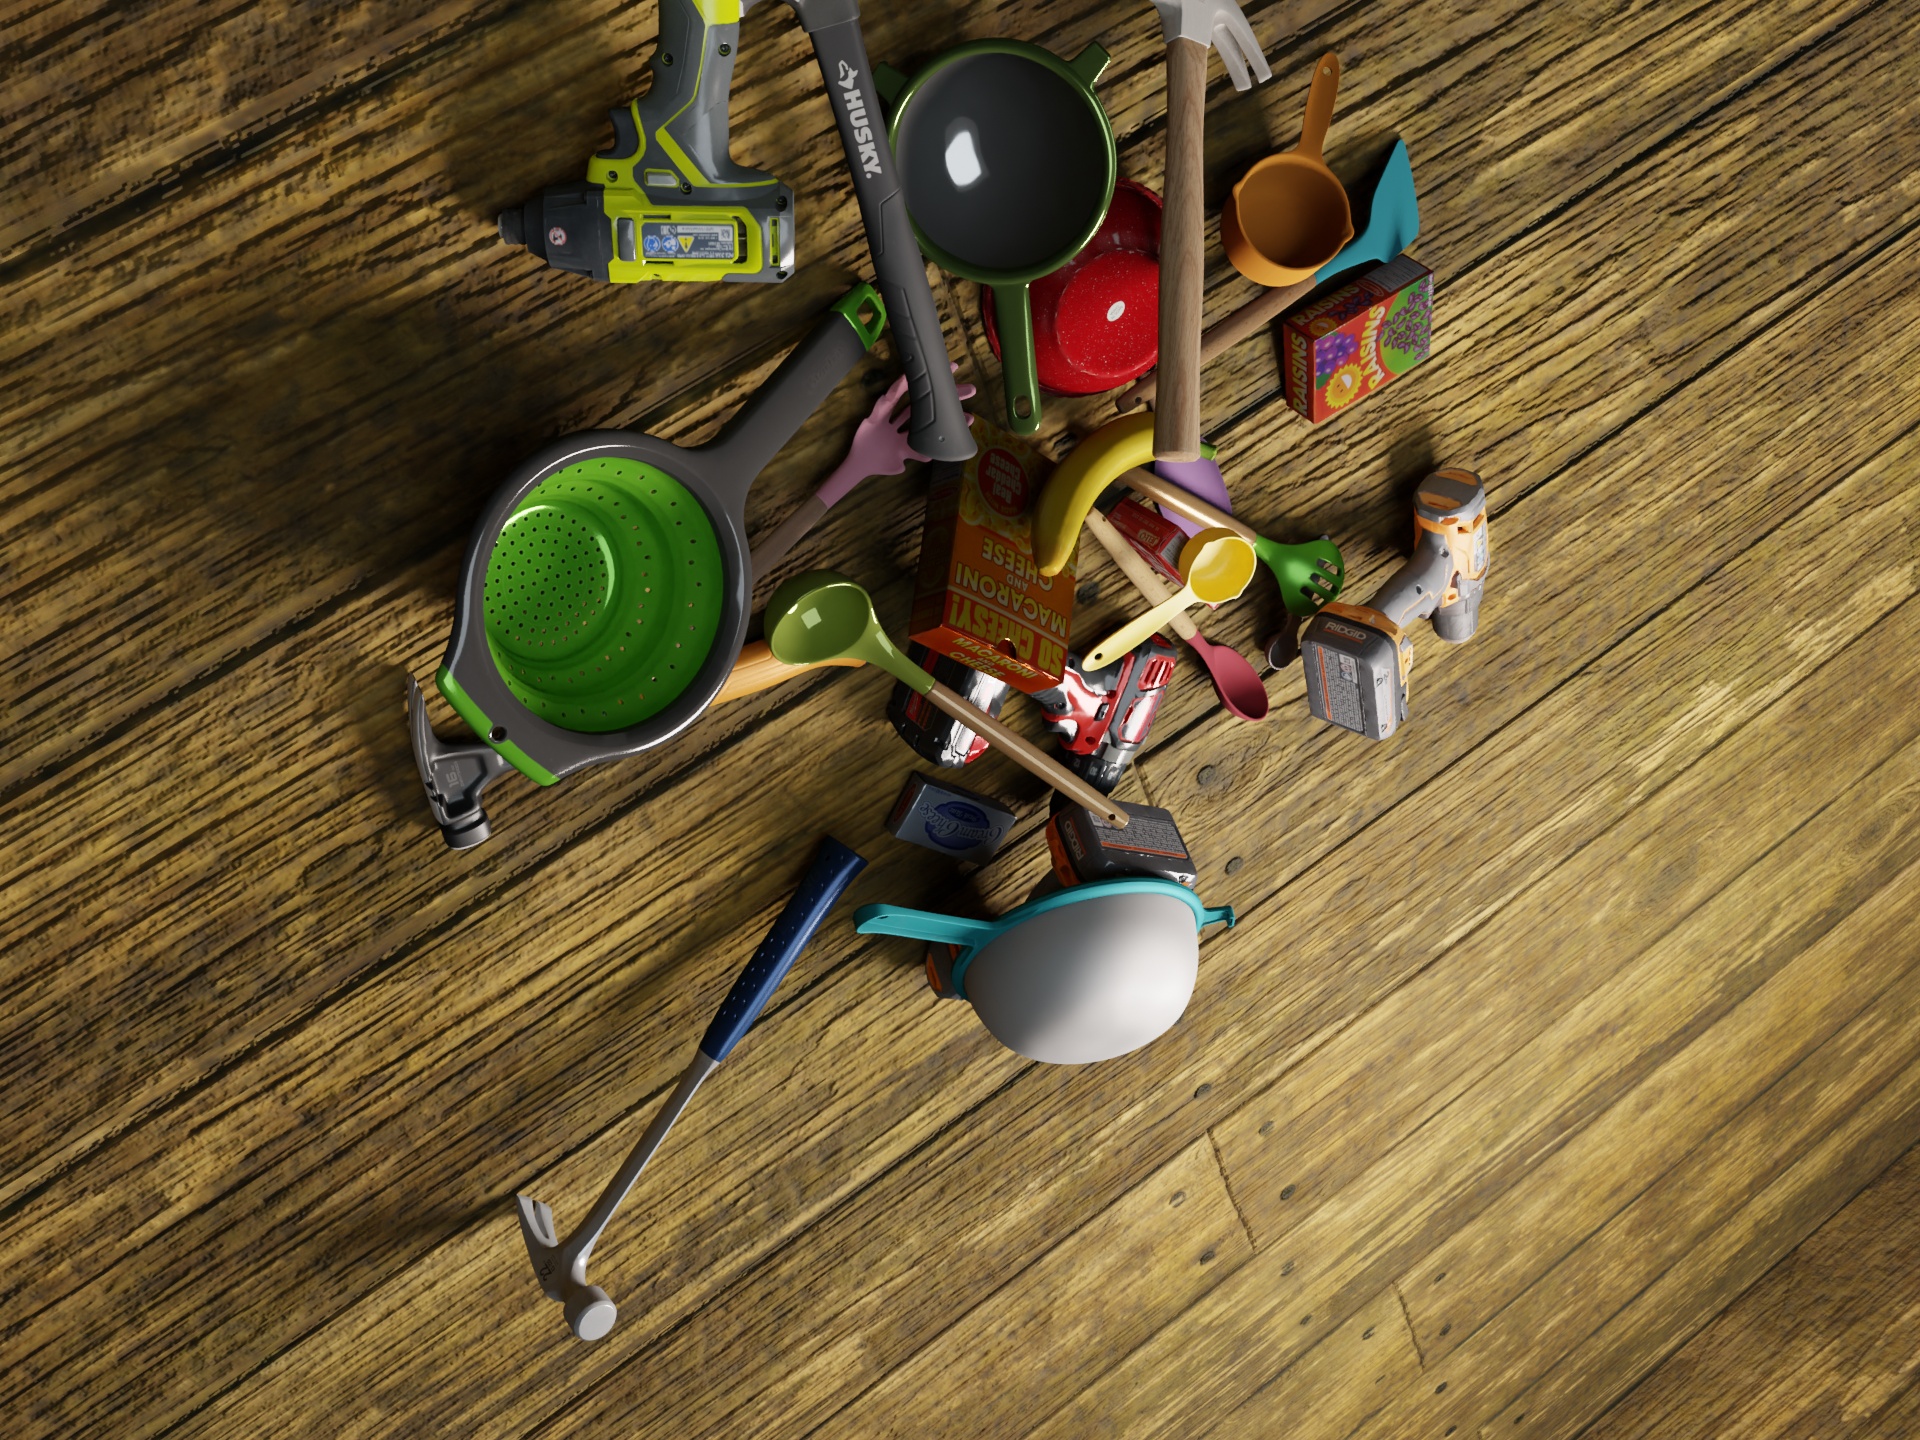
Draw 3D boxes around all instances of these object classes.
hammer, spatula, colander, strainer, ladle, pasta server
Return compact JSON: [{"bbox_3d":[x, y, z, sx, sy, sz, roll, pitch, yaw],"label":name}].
[{"bbox_3d":[-0.205,0.265,1.234,0.035,0.144,0.405,39,83,-42],"label":"hammer"},{"bbox_3d":[0.143,-0.256,1.207,0.060,0.018,0.315,-35,130,-6],"label":"spatula"},{"bbox_3d":[0.240,-0.326,1.214,0.317,0.044,0.082,-35,131,-10],"label":"spatula"},{"bbox_3d":[-0.042,-0.316,0.998,0.146,0.035,0.334,-14,122,5],"label":"hammer"},{"bbox_3d":[-0.192,-0.144,1.028,0.397,0.095,0.204,-53,131,-20],"label":"colander"},{"bbox_3d":[0.034,-0.319,1.052,0.151,0.069,0.256,-1,122,12],"label":"strainer"},{"bbox_3d":[-0.002,-0.004,1.135,0.320,0.062,0.078,35,113,-18],"label":"ladle"},{"bbox_3d":[0.059,0.202,1.217,0.340,0.095,0.211,16,135,-42],"label":"strainer"},{"bbox_3d":[0.152,-0.341,1.073,0.130,0.031,0.331,1,90,-36],"label":"hammer"},{"bbox_3d":[-0.112,-0.130,1.085,0.316,0.040,0.060,-46,114,-11],"label":"pasta server"},{"bbox_3d":[-0.209,-0.022,1.108,0.337,0.034,0.127,-20,126,-22],"label":"hammer"},{"bbox_3d":[0.175,-0.084,1.283,0.031,0.069,0.315,-20,143,25],"label":"ladle"}]

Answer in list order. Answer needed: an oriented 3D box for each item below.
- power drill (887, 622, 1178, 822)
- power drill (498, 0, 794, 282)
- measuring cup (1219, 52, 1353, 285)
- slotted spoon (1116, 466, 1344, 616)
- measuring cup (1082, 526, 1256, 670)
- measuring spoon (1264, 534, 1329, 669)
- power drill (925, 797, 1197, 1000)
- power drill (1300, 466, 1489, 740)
[{"bbox_3d":[0.058,0.003,1.265,0.226,0.080,0.188,8,111,-38],"label":"power drill"},{"bbox_3d":[-0.181,-0.360,0.894,0.171,0.080,0.223,0,120,-5],"label":"power drill"},{"bbox_3d":[0.245,-0.403,1.171,0.095,0.052,0.174,17,80,-9],"label":"measuring cup"},{"bbox_3d":[0.217,-0.154,1.290,0.313,0.031,0.070,21,100,-37],"label":"slotted spoon"},{"bbox_3d":[0.153,-0.091,1.212,0.156,0.029,0.062,-36,130,6],"label":"measuring cup"},{"bbox_3d":[0.294,-0.105,1.392,0.034,0.018,0.124,12,102,-37],"label":"measuring spoon"},{"bbox_3d":[0.094,0.164,1.336,0.164,0.084,0.226,11,134,-36],"label":"power drill"},{"bbox_3d":[0.393,-0.086,1.397,0.226,0.084,0.185,-49,142,-24],"label":"power drill"}]
